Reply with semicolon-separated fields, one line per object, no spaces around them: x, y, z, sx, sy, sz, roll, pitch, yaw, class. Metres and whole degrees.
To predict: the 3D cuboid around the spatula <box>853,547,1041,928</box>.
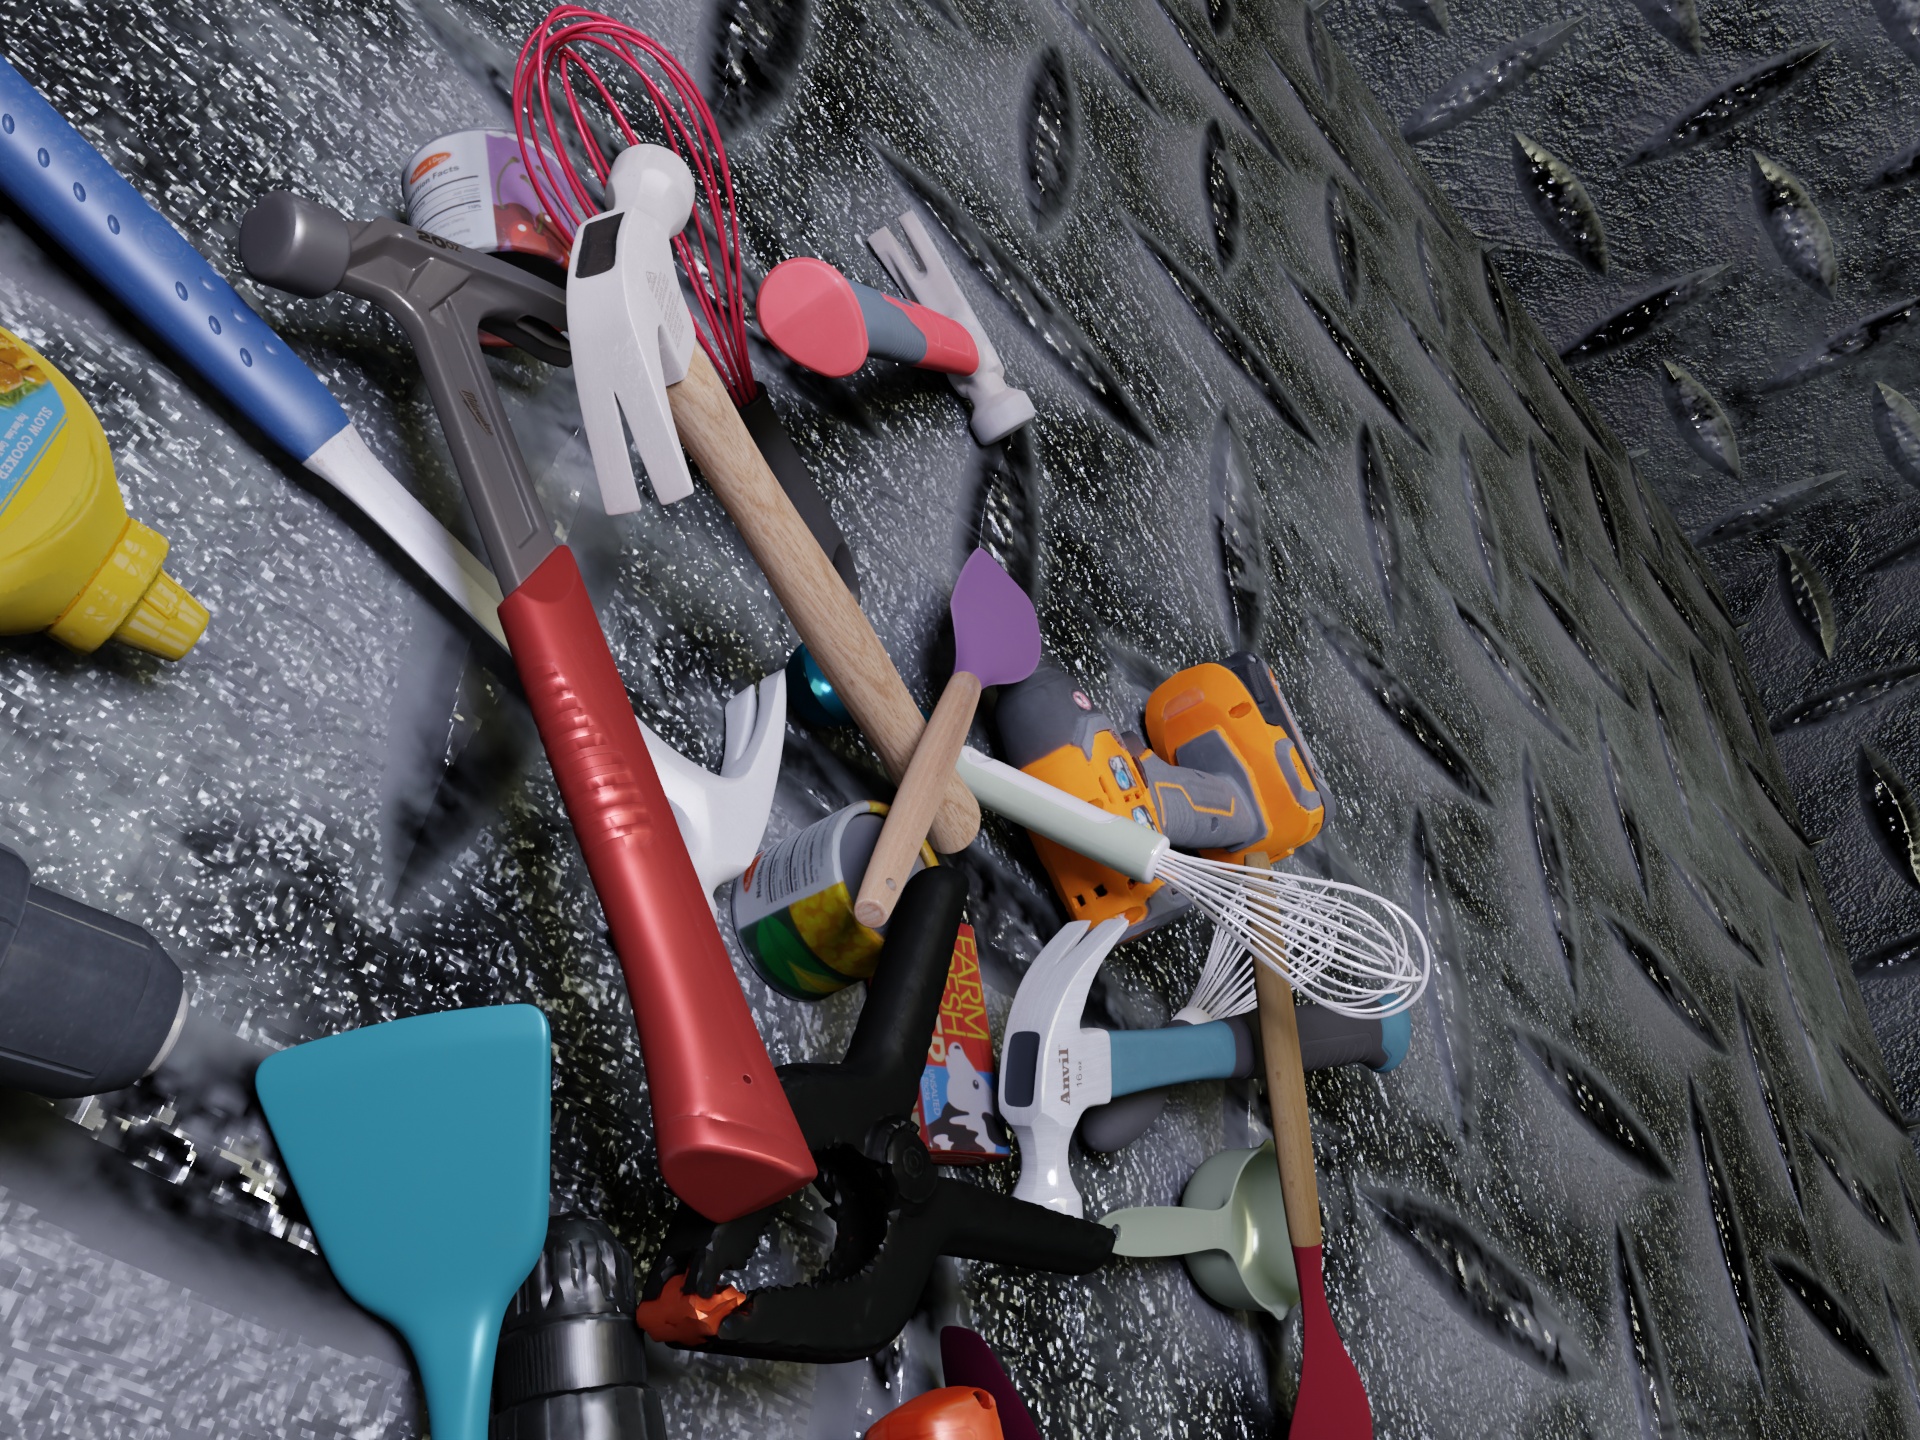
-0.001;-0.002;0.696;0.059;0.018;0.316;47;26;-13;spatula

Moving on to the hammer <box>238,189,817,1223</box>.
-0.122;-0.015;0.523;0.149;0.036;0.359;8;52;-57;hammer

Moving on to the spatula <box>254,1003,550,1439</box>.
-0.126;0.230;0.394;0.044;0.082;0.318;94;-16;-58;spatula

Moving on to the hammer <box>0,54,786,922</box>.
-0.211;-0.091;0.556;0.405;0.035;0.144;48;35;-20;hammer

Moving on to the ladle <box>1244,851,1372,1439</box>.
0.159;0.219;0.748;0.069;0.031;0.315;-3;85;-49;ladle

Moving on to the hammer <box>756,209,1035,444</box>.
-0.036;-0.202;0.771;0.143;0.038;0.386;59;14;-4;hammer

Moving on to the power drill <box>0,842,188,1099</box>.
-0.259;0.100;0.276;0.190;0.080;0.229;34;50;-36;power drill

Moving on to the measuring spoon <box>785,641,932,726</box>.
-0.043;-0.002;0.746;0.128;0.021;0.042;29;44;-54;measuring spoon

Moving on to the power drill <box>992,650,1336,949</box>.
0.106;0.023;0.871;0.226;0.084;0.164;-13;75;-53;power drill

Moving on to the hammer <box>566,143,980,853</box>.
-0.061;-0.052;0.632;0.331;0.031;0.130;61;24;-43;hammer

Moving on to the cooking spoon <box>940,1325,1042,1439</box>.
0.050;0.372;0.564;0.017;0.069;0.319;-16;83;-30;cooking spoon

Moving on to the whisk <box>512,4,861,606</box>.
-0.099;-0.151;0.664;0.073;0.073;0.295;-80;155;-44;whisk

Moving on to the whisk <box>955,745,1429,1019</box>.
0.098;0.068;0.737;0.246;0.059;0.058;25;20;19;whisk

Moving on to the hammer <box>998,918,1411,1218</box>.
0.132;0.160;0.770;0.330;0.033;0.128;7;78;-48;hammer

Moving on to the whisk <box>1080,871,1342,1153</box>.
0.134;0.151;0.840;0.284;0.070;0.070;-30;92;-52;whisk

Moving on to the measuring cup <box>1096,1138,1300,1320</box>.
0.106;0.238;0.743;0.167;0.038;0.083;16;66;-43;measuring cup
